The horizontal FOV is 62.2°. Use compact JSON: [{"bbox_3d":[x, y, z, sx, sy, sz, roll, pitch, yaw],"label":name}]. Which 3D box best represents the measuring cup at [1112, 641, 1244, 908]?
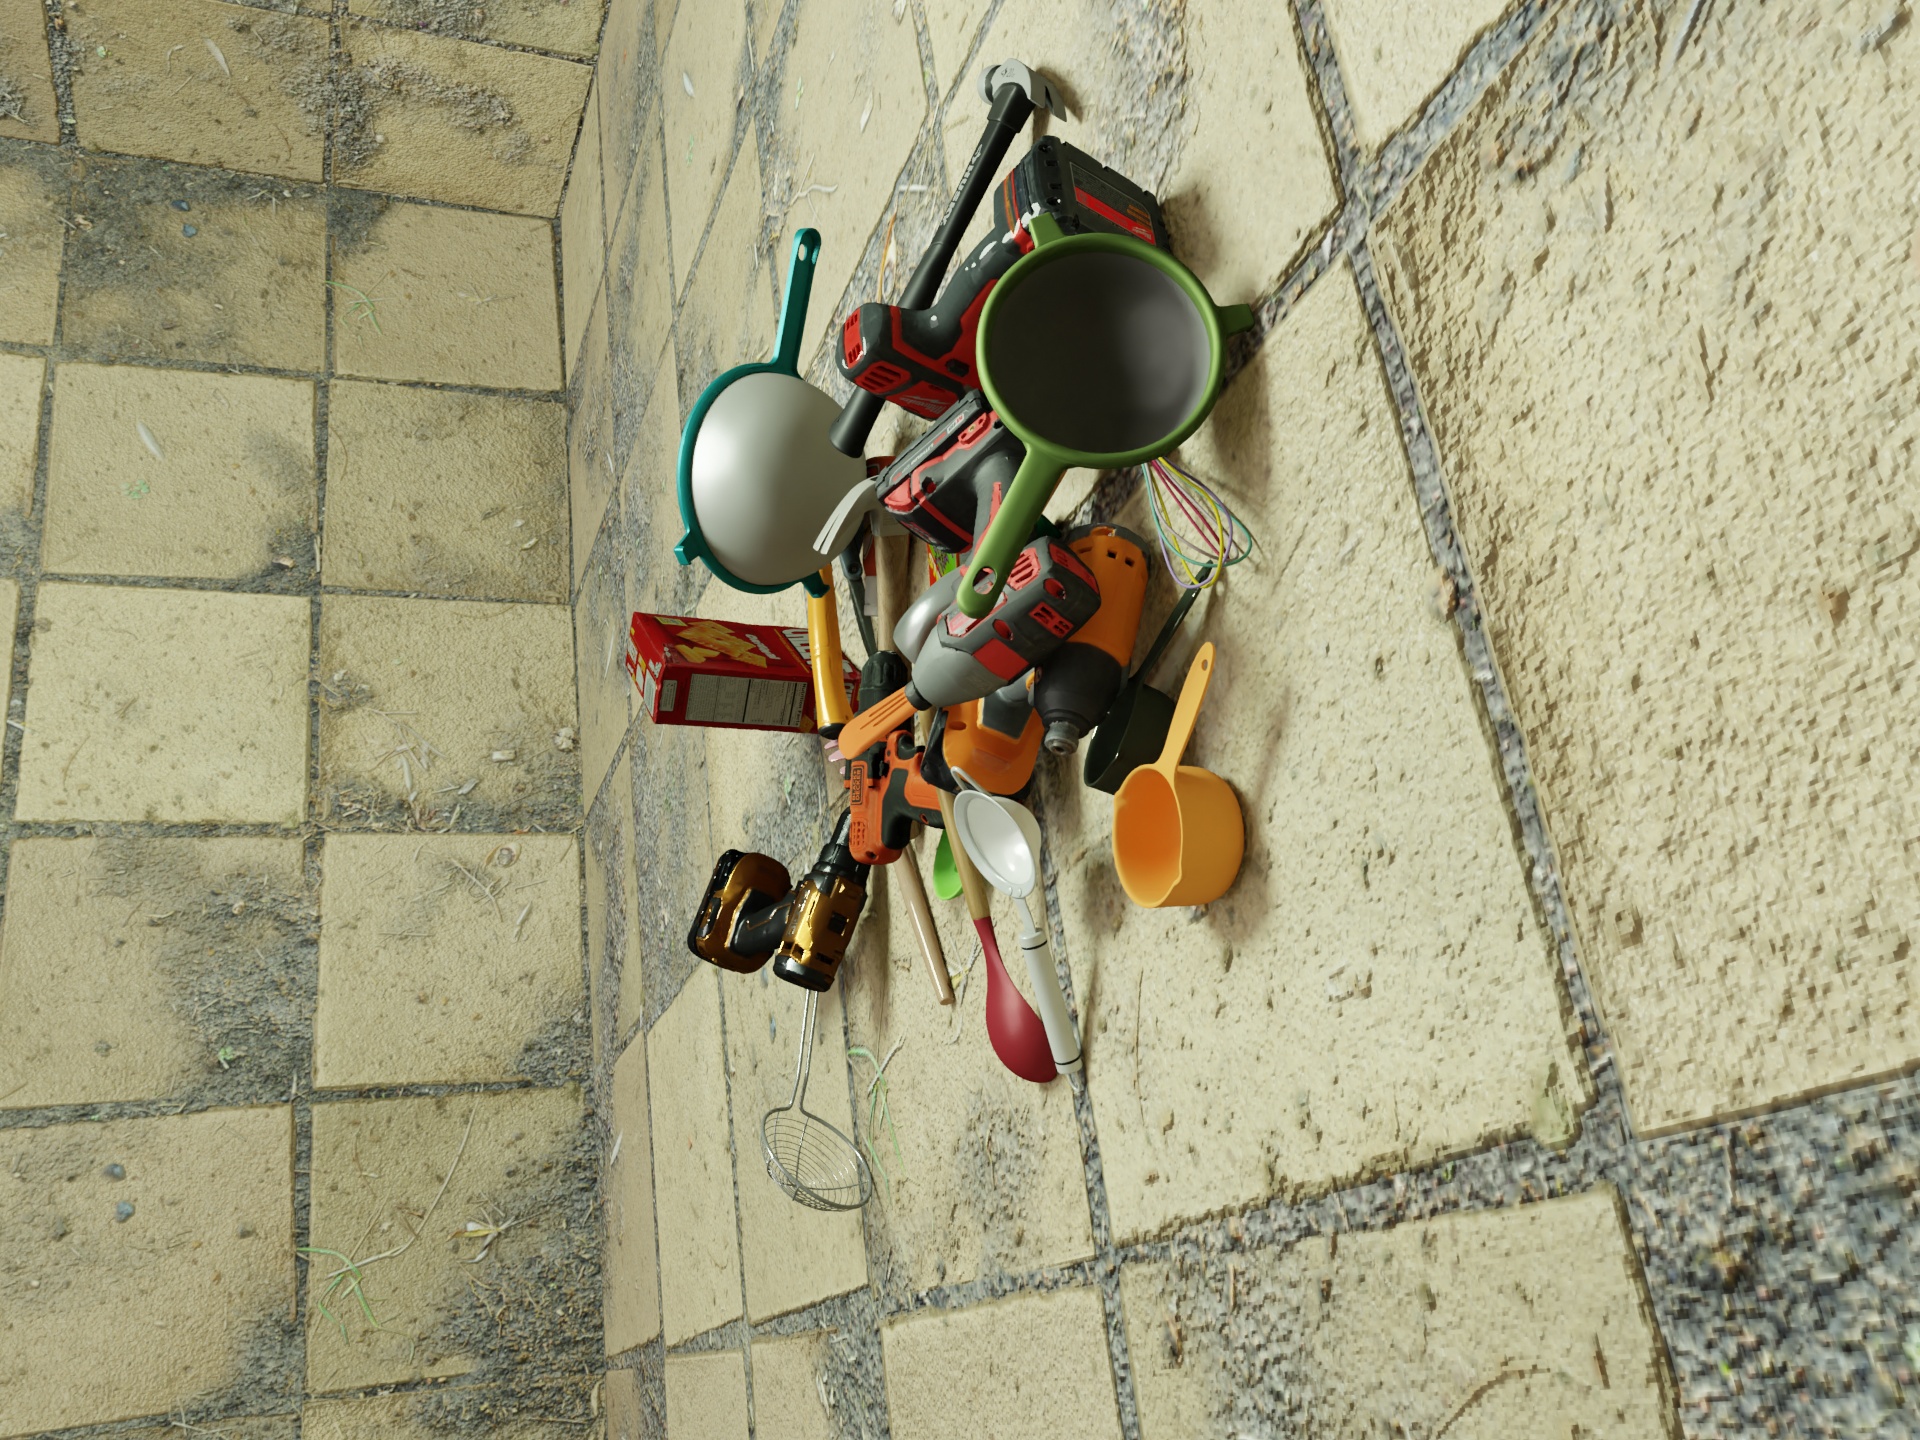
[{"bbox_3d":[0.145,0.034,0.960,0.095,0.052,0.173,-126,45,-56],"label":"measuring cup"}]

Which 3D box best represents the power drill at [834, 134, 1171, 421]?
[{"bbox_3d":[0.046,-0.279,1.111,0.226,0.187,0.080,-34,51,41],"label":"power drill"}]

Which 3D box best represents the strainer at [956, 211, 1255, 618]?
[{"bbox_3d":[0.061,-0.170,0.971,0.256,0.151,0.069,-63,-4,-9],"label":"strainer"}]

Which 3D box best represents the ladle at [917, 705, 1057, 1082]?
[{"bbox_3d":[0.011,0.123,1.199,0.069,0.031,0.315,-22,82,55],"label":"ladle"}]

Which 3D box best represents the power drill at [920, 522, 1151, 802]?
[{"bbox_3d":[0.050,-0.018,1.104,0.226,0.084,0.164,-46,24,57],"label":"power drill"}]

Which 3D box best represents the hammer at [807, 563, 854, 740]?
[{"bbox_3d":[-0.143,-0.142,1.576,0.034,0.127,0.337,-19,66,27],"label":"hammer"}]

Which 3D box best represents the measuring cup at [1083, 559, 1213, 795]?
[{"bbox_3d":[0.132,-0.024,1.017,0.167,0.038,0.083,-62,11,19],"label":"measuring cup"}]

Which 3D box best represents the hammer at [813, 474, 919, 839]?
[{"bbox_3d":[-0.060,-0.051,1.407,0.031,0.130,0.331,-151,56,-61],"label":"hammer"}]

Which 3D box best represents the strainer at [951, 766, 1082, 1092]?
[{"bbox_3d":[0.050,0.146,1.125,0.087,0.050,0.258,1,110,58],"label":"strainer"}]

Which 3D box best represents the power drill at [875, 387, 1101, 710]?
[{"bbox_3d":[0.010,-0.108,1.054,0.143,0.078,0.220,-39,38,25],"label":"power drill"}]

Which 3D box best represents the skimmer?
[{"bbox_3d":[-0.131,0.301,1.579,0.090,0.127,0.364,-21,55,42],"label":"skimmer"}]

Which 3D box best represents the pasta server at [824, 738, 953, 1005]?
[{"bbox_3d":[-0.061,0.130,1.466,0.040,0.060,0.317,-35,50,18],"label":"pasta server"}]

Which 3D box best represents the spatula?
[{"bbox_3d":[0.012,-0.105,1.149,0.322,0.041,0.081,-59,15,7],"label":"spatula"}]

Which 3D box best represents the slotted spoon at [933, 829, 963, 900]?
[{"bbox_3d":[-0.002,-0.004,1.348,0.070,0.031,0.314,-20,68,58],"label":"slotted spoon"}]

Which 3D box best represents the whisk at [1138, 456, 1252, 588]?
[{"bbox_3d":[0.129,-0.165,1.025,0.245,0.051,0.047,-108,-5,-49],"label":"whisk"}]

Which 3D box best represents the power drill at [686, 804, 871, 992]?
[{"bbox_3d":[-0.170,0.172,1.589,0.226,0.084,0.185,-7,58,54],"label":"power drill"}]

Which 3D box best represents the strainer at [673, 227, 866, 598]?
[{"bbox_3d":[-0.139,-0.280,1.440,0.095,0.210,0.340,9,89,38],"label":"strainer"}]

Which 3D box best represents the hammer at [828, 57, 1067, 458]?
[{"bbox_3d":[-0.019,-0.364,1.272,0.334,0.035,0.146,-62,27,12],"label":"hammer"}]
